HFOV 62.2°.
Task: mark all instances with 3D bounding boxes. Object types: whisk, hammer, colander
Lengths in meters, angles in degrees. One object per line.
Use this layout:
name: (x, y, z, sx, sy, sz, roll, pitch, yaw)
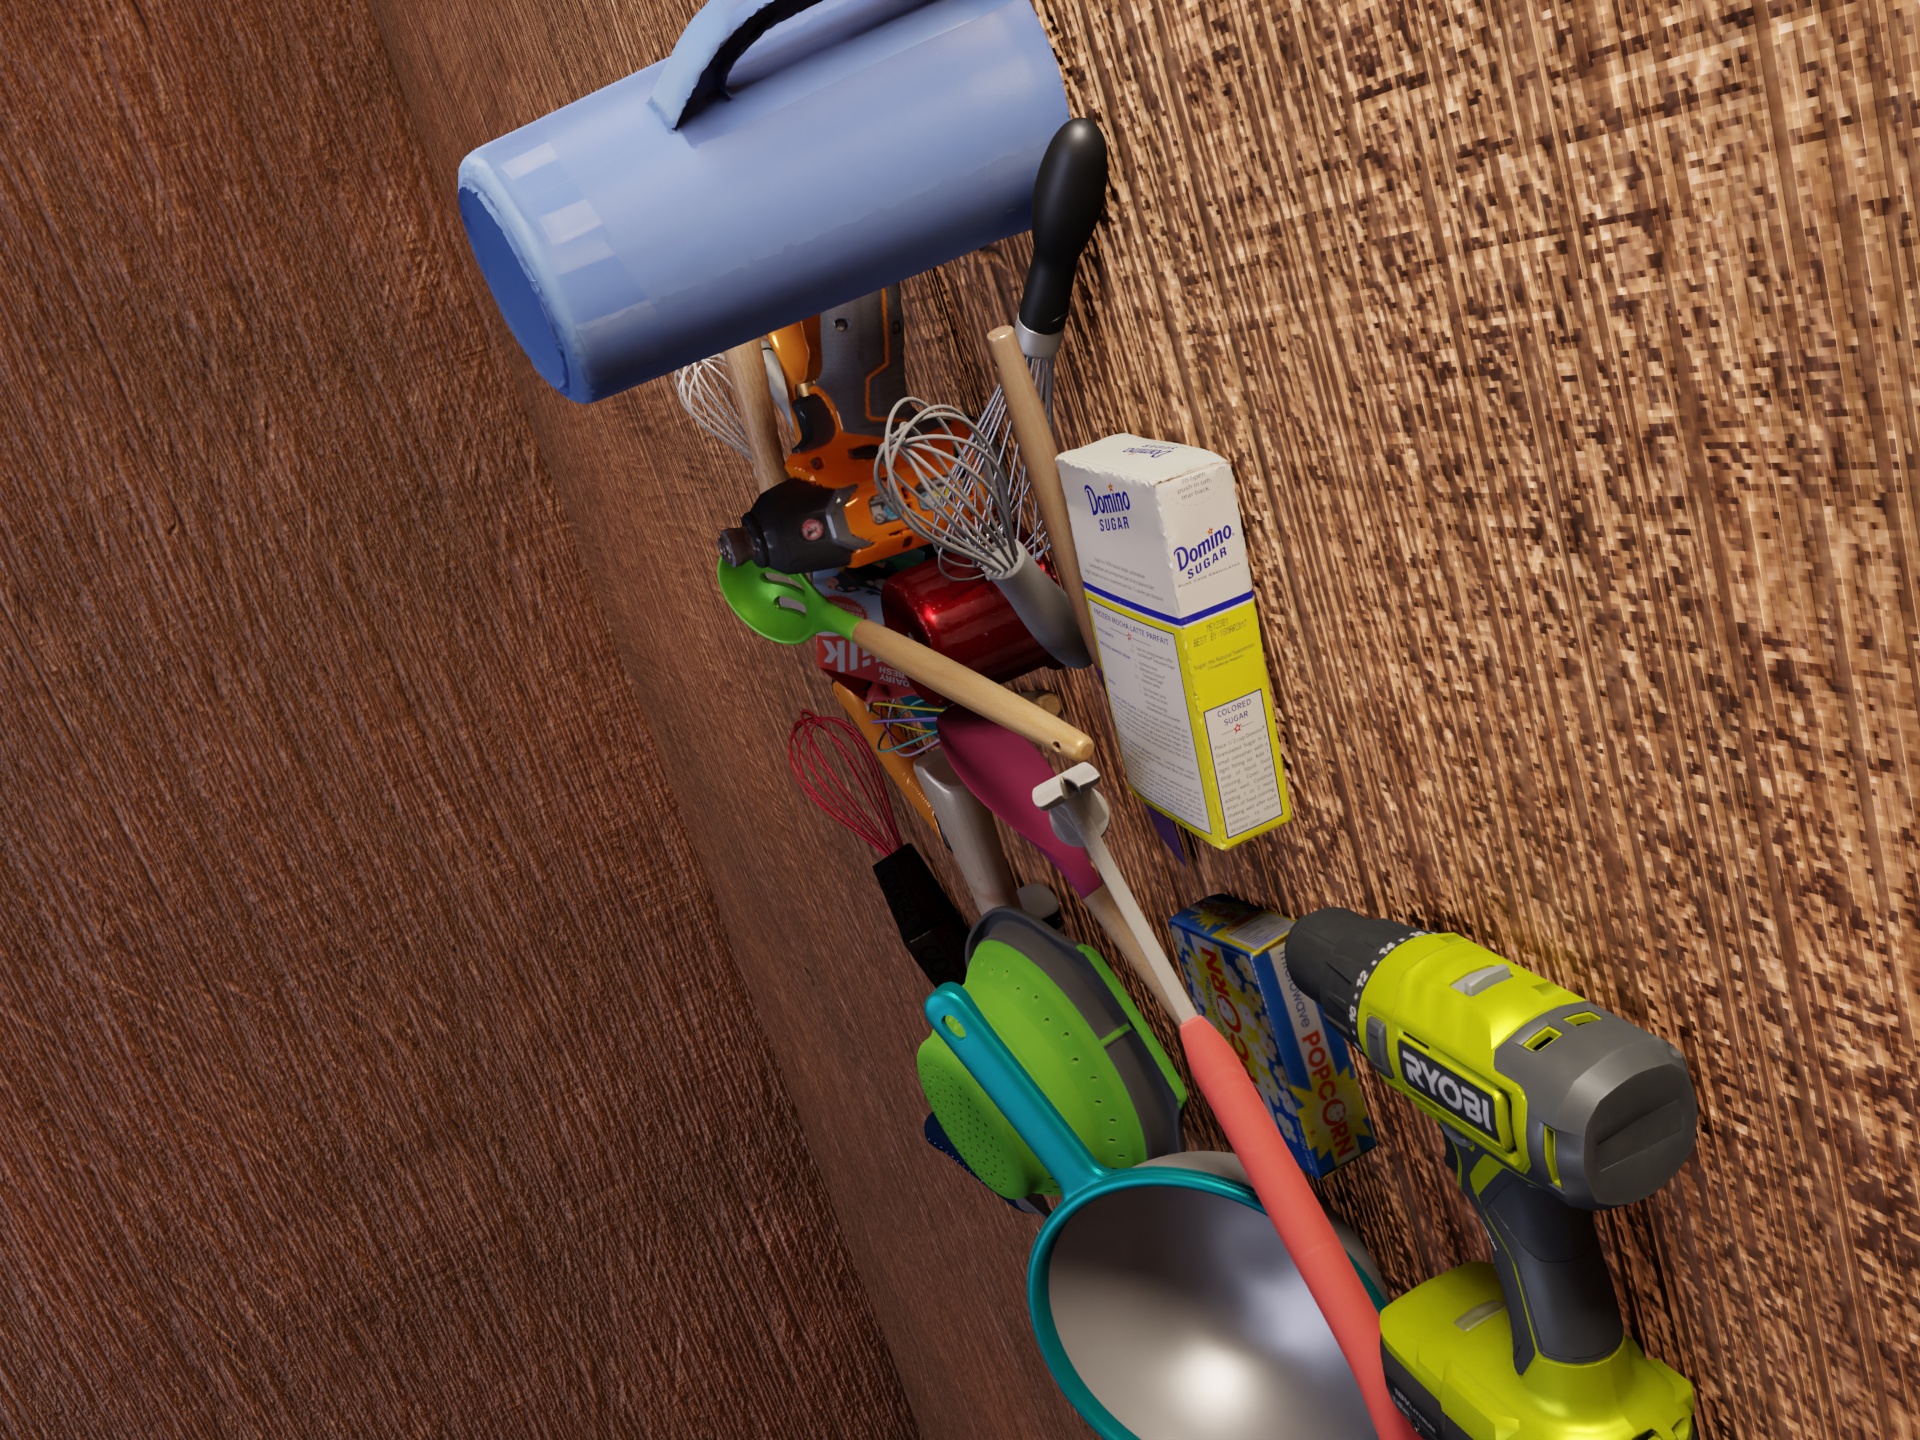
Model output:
whisk: (-0.064, 0.105, 1.391, 0.296, 0.073, 0.073, 54, 159, 21)
hammer: (-0.017, 0.073, 1.238, 0.337, 0.034, 0.127, 53, 157, 39)
whisk: (0.033, -0.161, 0.758, 0.070, 0.070, 0.284, 58, 155, 27)
whisk: (-0.143, -0.192, 1.168, 0.059, 0.058, 0.246, 11, 155, 27)
whisk: (-0.004, -0.004, 1.051, 0.047, 0.051, 0.245, 54, 158, -14)
hammer: (0.050, 0.340, 1.124, 0.144, 0.035, 0.405, 31, 171, -17)
hammer: (0.132, 0.184, 0.743, 0.359, 0.036, 0.149, 62, -178, 8)
hammer: (-0.137, -0.223, 1.025, 0.130, 0.031, 0.331, -105, 2, -85)
whisk: (0.021, -0.081, 0.776, 0.055, 0.055, 0.238, 56, -173, 33)
hammer: (0.057, 0.204, 1.094, 0.146, 0.038, 0.410, 7, 123, 63)
colander: (0.019, 0.252, 1.057, 0.204, 0.094, 0.397, 57, 157, 9)

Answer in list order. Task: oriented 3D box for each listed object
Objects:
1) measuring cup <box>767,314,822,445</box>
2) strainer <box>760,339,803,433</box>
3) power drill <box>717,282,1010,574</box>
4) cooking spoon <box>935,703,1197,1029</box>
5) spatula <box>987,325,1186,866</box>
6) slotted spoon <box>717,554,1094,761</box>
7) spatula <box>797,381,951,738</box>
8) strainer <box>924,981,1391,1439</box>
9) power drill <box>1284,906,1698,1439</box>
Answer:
measuring cup: (-0.088, -0.232, 1.027, 0.095, 0.052, 0.173, 56, 160, 39)
strainer: (-0.095, -0.180, 1.107, 0.259, 0.050, 0.086, 58, 141, 22)
power drill: (-0.077, -0.193, 0.858, 0.084, 0.164, 0.226, 23, 131, 67)
cooking spoon: (0.090, 0.117, 0.894, 0.319, 0.069, 0.017, 52, 130, 9)
spatula: (0.066, -0.051, 0.792, 0.060, 0.018, 0.315, -122, 8, -55)
slotted spoon: (-0.038, -0.038, 0.875, 0.314, 0.031, 0.070, 28, 137, 44)
spatula: (-0.069, -0.129, 1.158, 0.082, 0.044, 0.317, 166, 86, -72)
strainer: (0.109, 0.267, 0.878, 0.340, 0.095, 0.211, 51, 124, 4)
power drill: (0.208, 0.191, 0.638, 0.191, 0.080, 0.228, 28, 136, 64)
